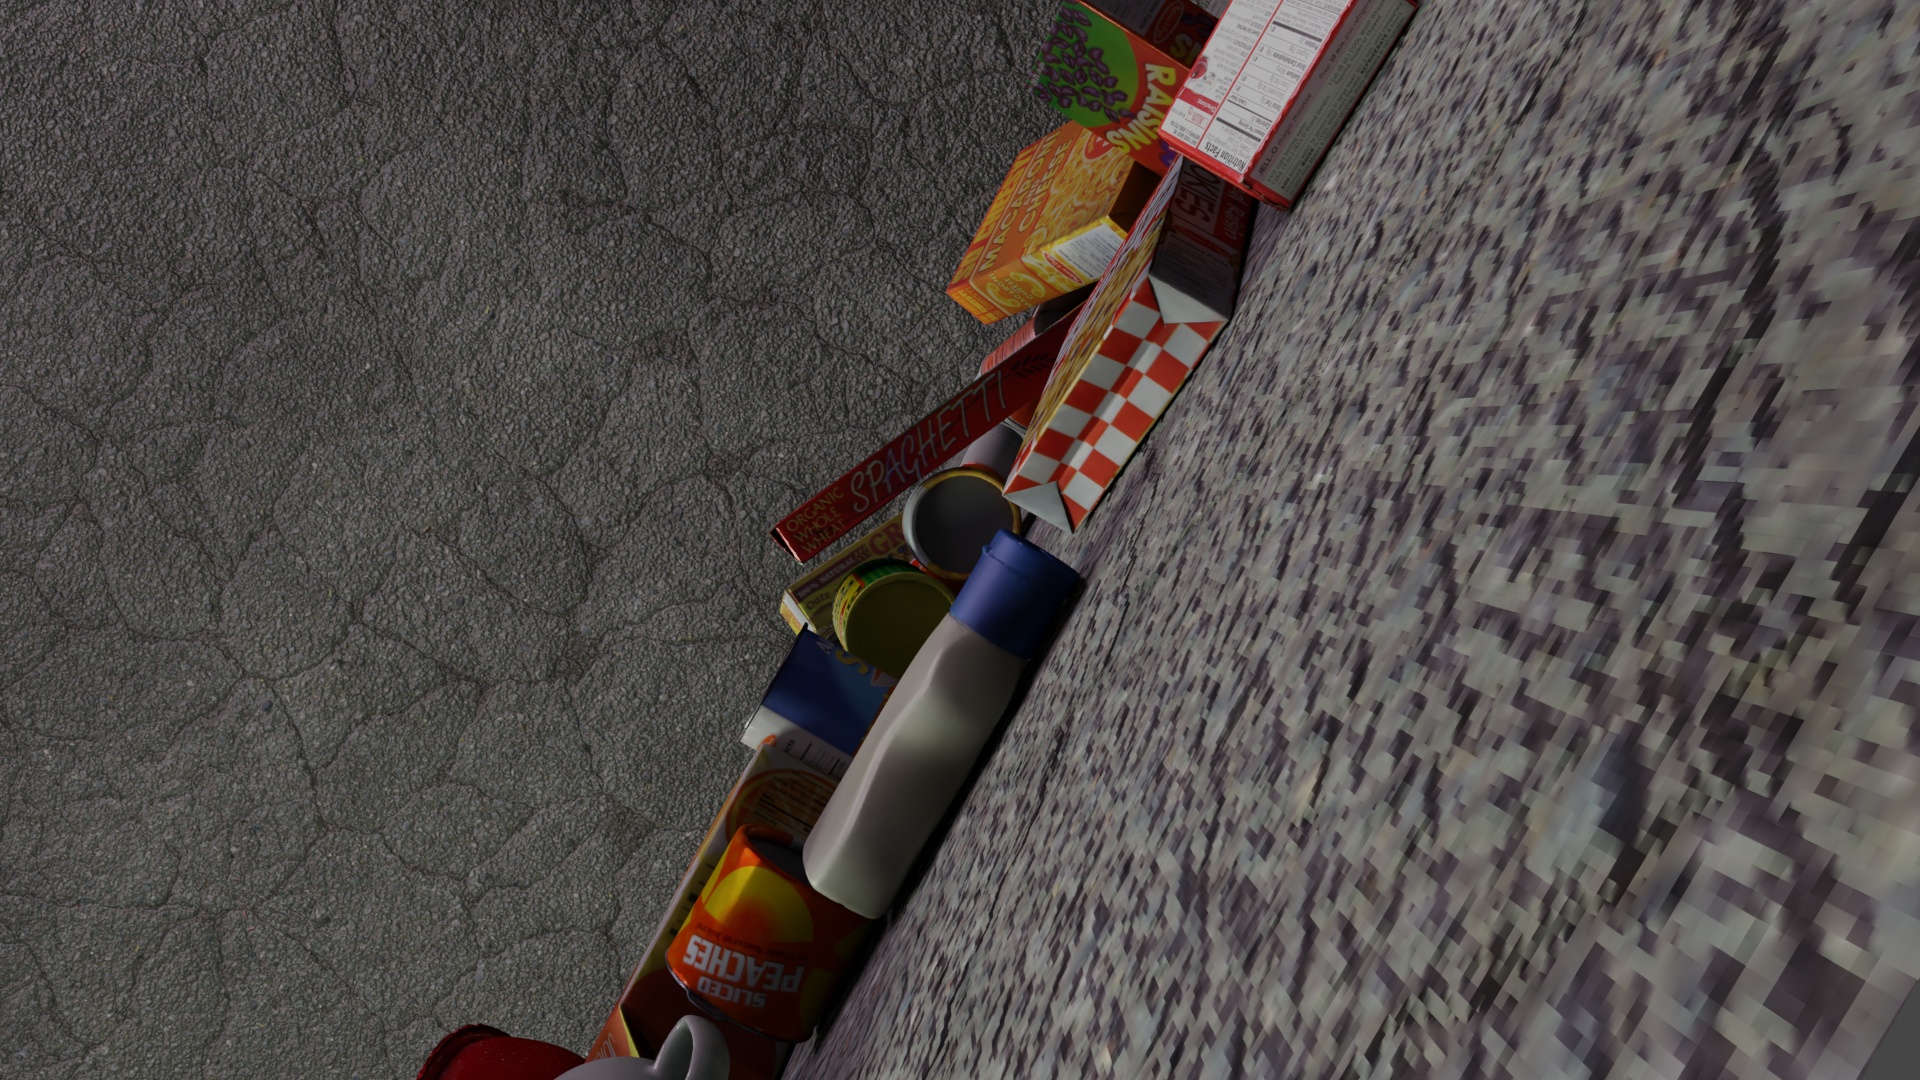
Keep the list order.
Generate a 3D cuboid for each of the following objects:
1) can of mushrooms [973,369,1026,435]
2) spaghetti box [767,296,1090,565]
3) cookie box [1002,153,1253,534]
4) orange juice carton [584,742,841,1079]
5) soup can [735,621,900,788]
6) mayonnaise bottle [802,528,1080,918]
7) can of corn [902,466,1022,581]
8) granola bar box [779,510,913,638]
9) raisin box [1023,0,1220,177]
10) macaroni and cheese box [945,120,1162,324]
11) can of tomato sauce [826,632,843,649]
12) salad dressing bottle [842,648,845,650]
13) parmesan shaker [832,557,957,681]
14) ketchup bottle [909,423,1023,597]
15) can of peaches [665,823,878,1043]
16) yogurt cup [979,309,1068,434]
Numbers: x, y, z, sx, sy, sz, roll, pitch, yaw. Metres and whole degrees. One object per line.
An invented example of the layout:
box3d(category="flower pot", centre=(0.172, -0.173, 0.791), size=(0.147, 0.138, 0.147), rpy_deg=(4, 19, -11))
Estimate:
box3d(category="can of mushrooms", centre=(0.040, -0.093, 0.933), size=(0.033, 0.071, 0.071), rpy_deg=(-60, 4, 8))
box3d(category="spaghetti box", centre=(0.000, -0.069, 0.797), size=(0.250, 0.028, 0.050), rpy_deg=(-36, 4, 1))
box3d(category="cookie box", centre=(0.080, -0.097, 0.621), size=(0.122, 0.040, 0.168), rpy_deg=(-57, 6, 37))
box3d(category="orange juice carton", centre=(-0.104, 0.192, 0.619), size=(0.071, 0.073, 0.194), rpy_deg=(-57, 6, 42))
box3d(category="soup can", centre=(-0.058, 0.089, 0.699), size=(0.071, 0.084, 0.071), rpy_deg=(-60, 4, 7))
box3d(category="mayonnaise bottle", centre=(-0.007, 0.067, 0.527), size=(0.148, 0.041, 0.065), rpy_deg=(-59, 5, 4))
box3d(category="can of corn", centre=(0.003, -0.010, 0.805), size=(0.071, 0.071, 0.058), rpy_deg=(-60, 4, -1))
box3d(category="granola bar box", centre=(-0.050, 0.013, 1.005), size=(0.166, 0.039, 0.124), rpy_deg=(-34, -3, -13))
box3d(category="raisin box", centre=(0.102, -0.233, 0.707), size=(0.040, 0.123, 0.086), rpy_deg=(-60, 4, -20))
box3d(category="macaroni and cheese box", centre=(0.072, -0.203, 0.829), size=(0.166, 0.040, 0.124), rpy_deg=(-11, 48, 58))
box3d(category="can of tomato sauce", centre=(-0.084, 0.113, 1.008), size=(0.082, 0.071, 0.071), rpy_deg=(-57, 5, 38))
box3d(category="salad dressing bottle", centre=(-0.087, 0.141, 0.941), size=(0.064, 0.044, 0.147), rpy_deg=(-5, -51, -45))
box3d(category="parmesan shaker", centre=(-0.037, 0.049, 0.790), size=(0.071, 0.071, 0.103), rpy_deg=(-60, 10, -2))
box3d(category="ketchup bottle", centre=(0.002, -0.011, 0.917), size=(0.149, 0.043, 0.064), rpy_deg=(-65, 8, -30))
box3d(category="can of peaches", centre=(-0.072, 0.152, 0.541), size=(0.058, 0.071, 0.071), rpy_deg=(-60, 4, -1))
box3d(category="yogurt cup", centre=(0.053, -0.106, 0.860), size=(0.053, 0.072, 0.073), rpy_deg=(-46, 12, 41))
